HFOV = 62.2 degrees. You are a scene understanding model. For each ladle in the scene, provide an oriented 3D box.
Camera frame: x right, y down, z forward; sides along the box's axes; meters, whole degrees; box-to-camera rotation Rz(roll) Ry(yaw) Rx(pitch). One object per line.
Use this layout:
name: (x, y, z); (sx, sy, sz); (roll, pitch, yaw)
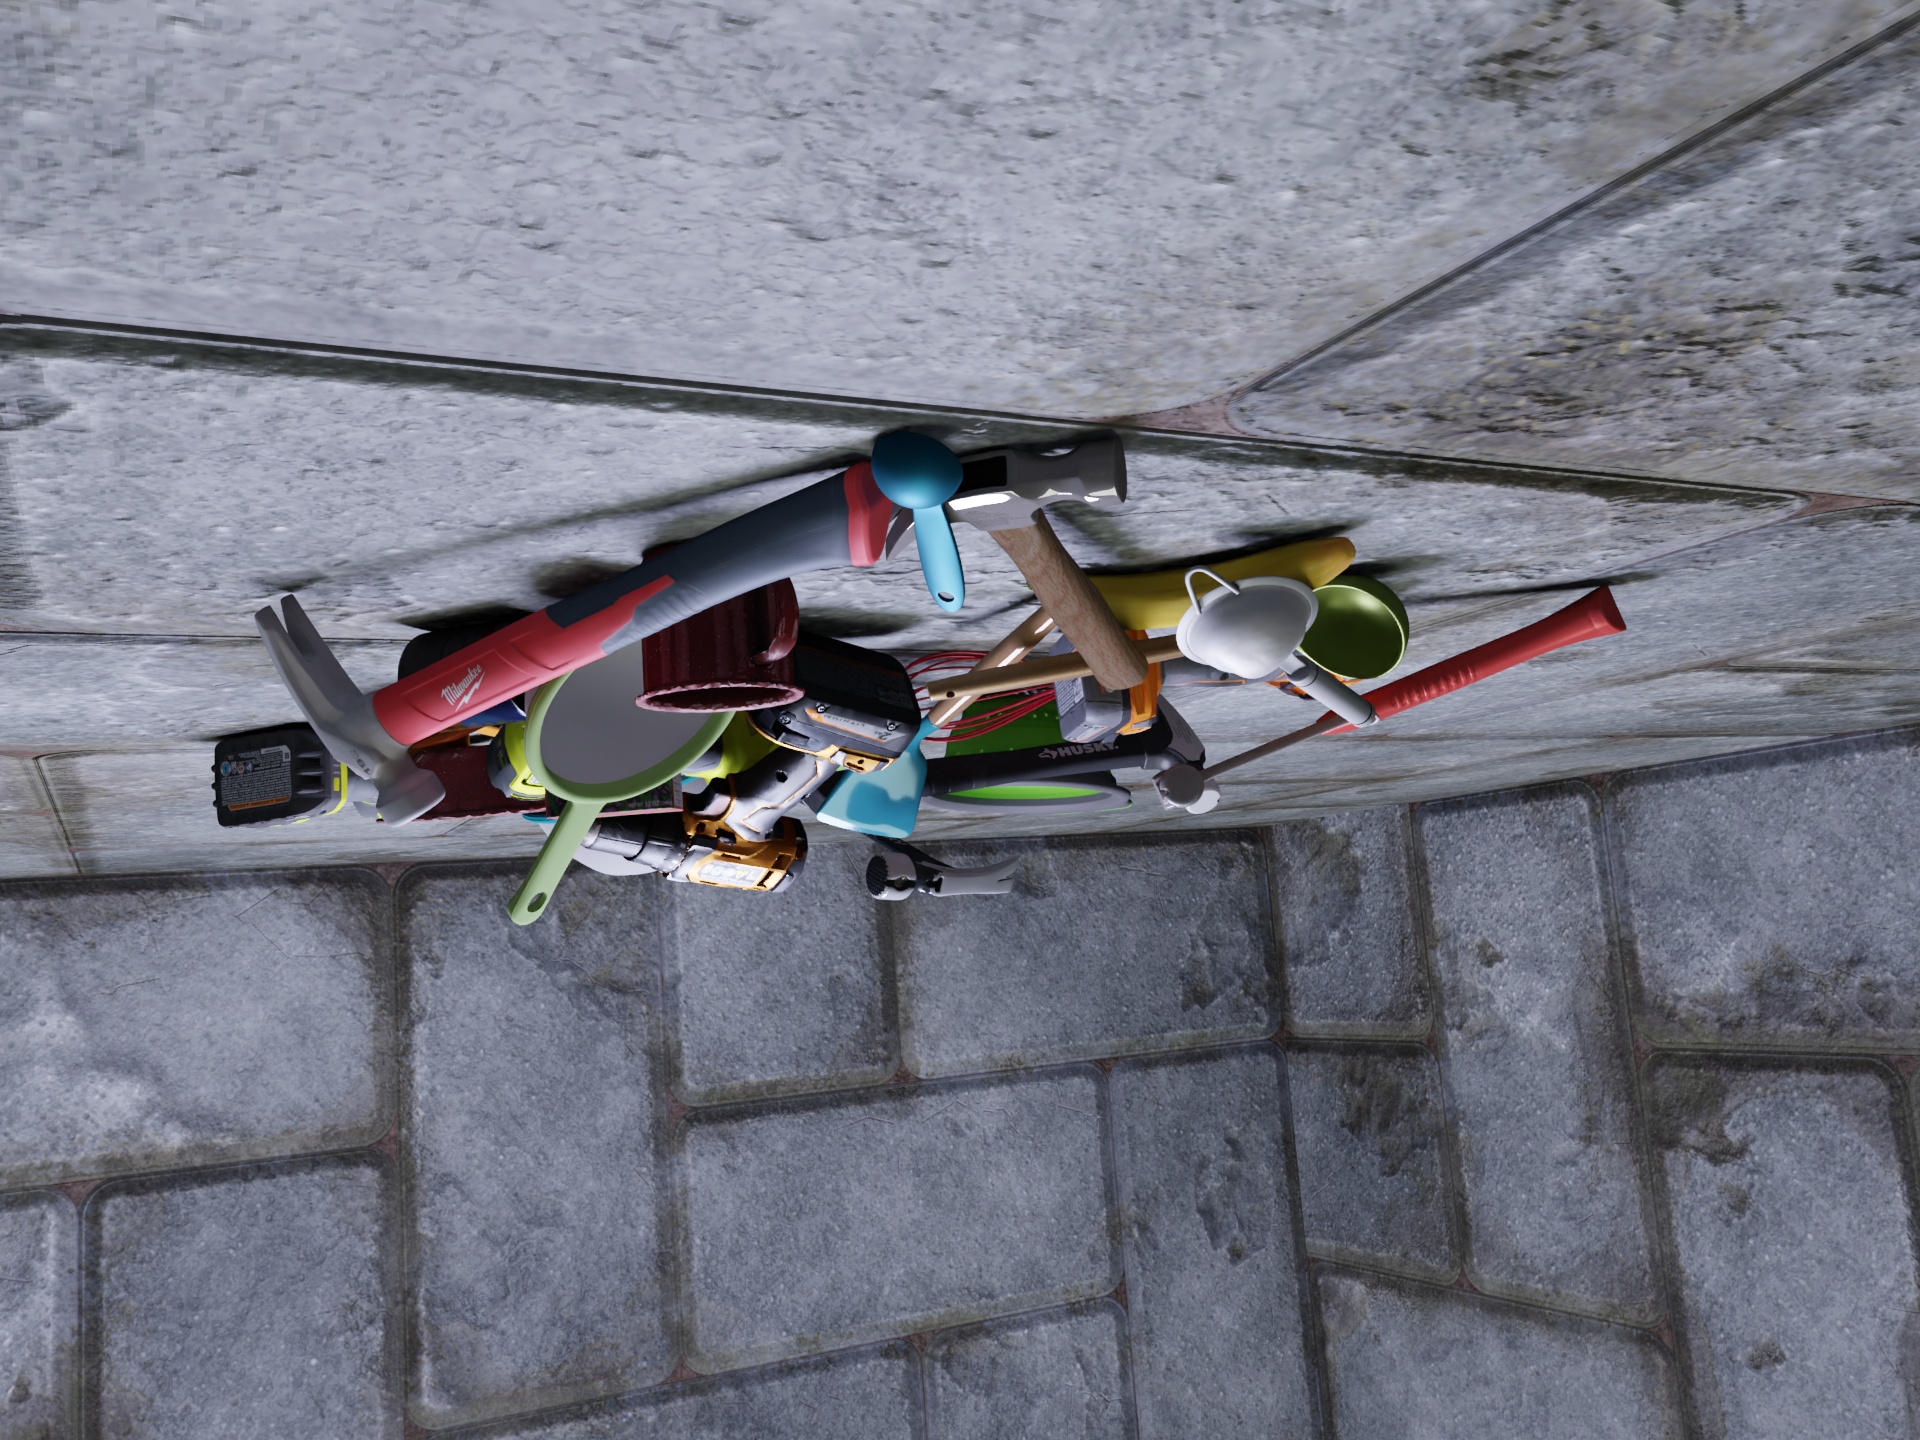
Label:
ladle: (0.137, -0.041, 1.052); (0.320, 0.062, 0.078); (-11, 130, -3)

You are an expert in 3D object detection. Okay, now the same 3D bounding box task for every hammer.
hammer: (0.054, -0.073, 0.880); (0.130, 0.031, 0.331); (-4, 165, 16)
hammer: (0.035, 0.034, 1.298); (0.334, 0.146, 0.035); (-7, 136, -16)
hammer: (-0.203, -0.060, 0.817); (0.386, 0.143, 0.038); (-21, -162, 29)
hammer: (0.314, -0.013, 1.184); (0.359, 0.037, 0.149); (-23, 175, 6)
hammer: (-0.109, 0.074, 1.394); (0.149, 0.036, 0.409); (6, -168, -36)

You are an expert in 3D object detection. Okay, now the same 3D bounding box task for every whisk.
whisk: (0.076, -0.032, 1.247); (0.295, 0.073, 0.073); (-9, 173, -15)

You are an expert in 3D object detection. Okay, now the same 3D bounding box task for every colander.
colander: (0.004, 0.018, 1.430); (0.204, 0.094, 0.396); (-8, 166, 40)

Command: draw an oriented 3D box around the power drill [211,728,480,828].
power drill: (-0.529, 0.052, 1.437); (0.190, 0.080, 0.228); (-8, 174, 27)

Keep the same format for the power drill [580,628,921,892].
power drill: (-0.157, 0.036, 1.134); (0.185, 0.084, 0.226); (15, 131, -37)

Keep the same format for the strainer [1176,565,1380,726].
strainer: (0.213, -0.033, 1.000); (0.087, 0.050, 0.258); (-29, 149, 26)

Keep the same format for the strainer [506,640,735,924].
strainer: (-0.234, 0.014, 0.989); (0.151, 0.069, 0.256); (2, 128, -51)

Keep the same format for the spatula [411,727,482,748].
spatula: (-0.288, 0.001, 1.324); (0.322, 0.041, 0.081); (0, 175, -37)

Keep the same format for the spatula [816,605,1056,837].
spatula: (-0.002, -0.004, 1.130); (0.082, 0.044, 0.317); (14, 146, -26)

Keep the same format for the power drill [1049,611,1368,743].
power drill: (0.185, -0.038, 1.166); (0.226, 0.084, 0.164); (-7, 172, -7)

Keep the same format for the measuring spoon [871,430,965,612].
measuring spoon: (-0.015, -0.083, 0.739); (0.042, 0.021, 0.128); (9, 149, 15)

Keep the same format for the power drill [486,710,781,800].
power drill: (-0.219, 0.004, 1.191); (0.223, 0.080, 0.171); (5, 148, -37)

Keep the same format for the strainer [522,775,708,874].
strainer: (-0.308, 0.077, 1.471); (0.211, 0.095, 0.340); (-25, -166, -28)

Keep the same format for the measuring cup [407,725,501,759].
measuring cup: (-0.437, 0.025, 1.364); (0.095, 0.052, 0.173); (-8, 169, 23)
